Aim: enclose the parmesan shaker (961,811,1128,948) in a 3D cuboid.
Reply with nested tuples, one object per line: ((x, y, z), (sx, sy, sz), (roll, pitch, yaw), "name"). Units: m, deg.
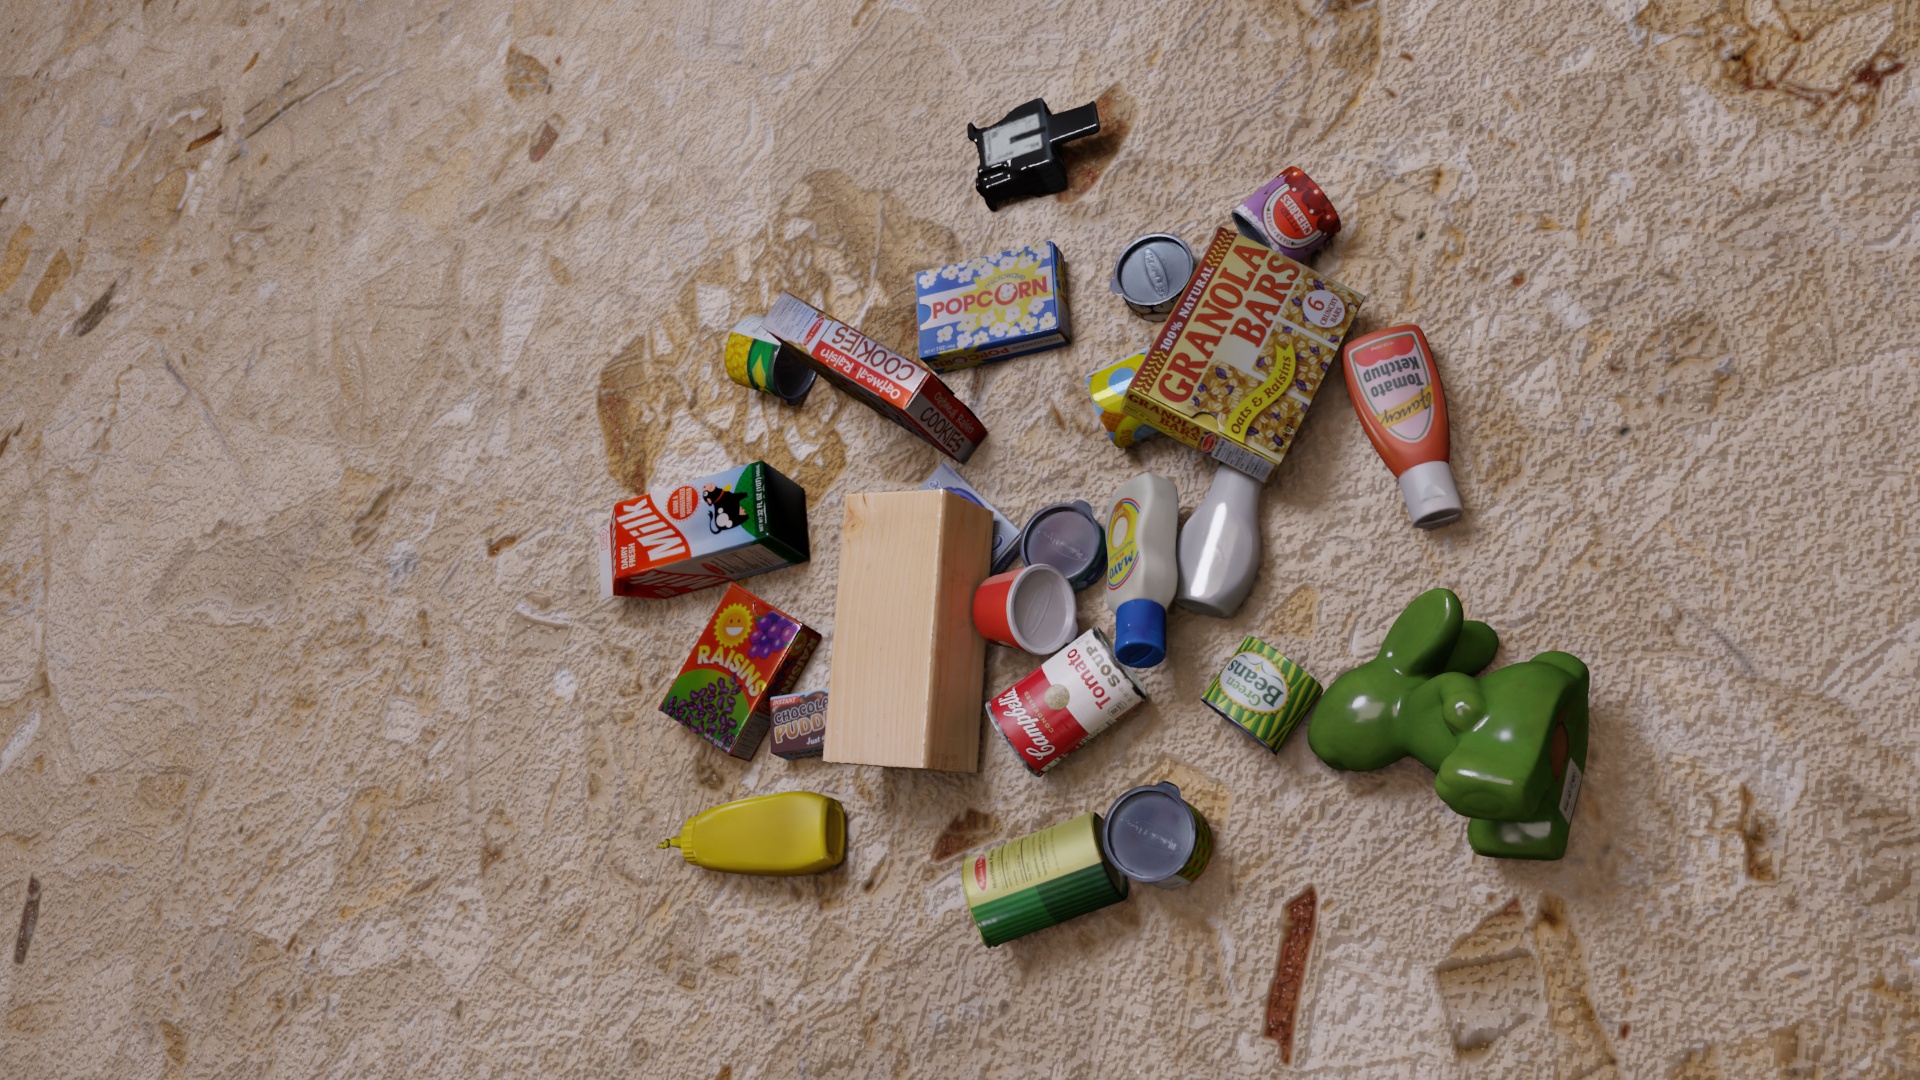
((0.061, 0.245, 0.994), (0.103, 0.071, 0.071), (-23, 64, 14), "parmesan shaker")

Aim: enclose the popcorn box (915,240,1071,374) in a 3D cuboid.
((0.028, -0.198, 1.186), (0.126, 0.038, 0.085), (-10, 69, 19), "popcorn box")

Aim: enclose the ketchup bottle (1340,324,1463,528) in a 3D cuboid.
((0.327, -0.082, 1.014), (0.064, 0.043, 0.149), (-17, 66, 14), "ketchup bottle")

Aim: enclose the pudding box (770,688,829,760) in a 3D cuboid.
((-0.111, 0.147, 1.125), (0.083, 0.030, 0.050), (-10, 67, 19), "pudding box")

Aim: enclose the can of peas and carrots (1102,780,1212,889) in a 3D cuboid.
((0.141, 0.208, 0.979), (0.071, 0.058, 0.071), (-8, 68, 20), "can of peas and carrots")

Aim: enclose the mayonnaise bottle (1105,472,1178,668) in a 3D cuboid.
((0.133, 0.023, 1.027), (0.064, 0.041, 0.149), (-46, 29, 45), "mayonnaise bottle")

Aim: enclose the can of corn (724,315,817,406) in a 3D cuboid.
((-0.168, -0.161, 1.242), (0.058, 0.071, 0.071), (19, 80, 28), "can of corn")

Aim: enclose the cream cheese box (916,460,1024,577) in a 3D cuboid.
((0.004, -0.014, 1.137), (0.053, 0.024, 0.104), (-48, 61, 3), "cream cheese box")

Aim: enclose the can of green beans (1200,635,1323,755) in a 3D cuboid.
((0.213, 0.109, 0.980), (0.071, 0.071, 0.058), (36, 88, 29), "can of green beans")

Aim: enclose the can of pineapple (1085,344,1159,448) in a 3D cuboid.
((0.138, -0.111, 1.092), (0.058, 0.071, 0.071), (-24, 64, 15), "can of pineapple")

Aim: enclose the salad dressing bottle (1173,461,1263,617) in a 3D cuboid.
((0.202, -0.018, 1.045), (0.064, 0.044, 0.148), (12, 75, 29), "salad dressing bottle")

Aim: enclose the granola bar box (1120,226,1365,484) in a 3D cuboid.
((0.212, -0.142, 1.042), (0.124, 0.039, 0.166), (28, 69, 8), "granola bar box")

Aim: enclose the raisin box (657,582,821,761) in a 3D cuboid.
((-0.185, 0.110, 1.164), (0.086, 0.040, 0.123), (26, 83, 29), "raisin box")

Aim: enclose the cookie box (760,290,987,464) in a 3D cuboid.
((-0.070, -0.136, 1.156), (0.168, 0.122, 0.040), (32, 88, 29), "cookie box")

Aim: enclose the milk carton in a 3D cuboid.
((-0.234, -0.003, 1.206), (0.190, 0.073, 0.072), (-15, 67, 18), "milk carton")

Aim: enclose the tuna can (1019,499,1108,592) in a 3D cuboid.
((0.084, 0.004, 1.092), (0.071, 0.032, 0.071), (-8, 69, 20), "tuna can")

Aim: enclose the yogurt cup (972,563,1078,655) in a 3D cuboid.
((0.046, 0.053, 1.056), (0.054, 0.072, 0.072), (-6, 67, 51), "yogurt cup")

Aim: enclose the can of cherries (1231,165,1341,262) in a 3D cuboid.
((0.256, -0.250, 1.089), (0.058, 0.071, 0.072), (-37, 62, 6), "can of cherries")

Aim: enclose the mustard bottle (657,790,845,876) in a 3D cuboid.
((-0.171, 0.236, 1.107), (0.160, 0.048, 0.065), (-8, 69, 21), "mustard bottle")

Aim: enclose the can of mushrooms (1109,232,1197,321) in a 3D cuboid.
((0.159, -0.215, 1.139), (0.071, 0.033, 0.071), (-7, 70, 20), "can of mushrooms")
